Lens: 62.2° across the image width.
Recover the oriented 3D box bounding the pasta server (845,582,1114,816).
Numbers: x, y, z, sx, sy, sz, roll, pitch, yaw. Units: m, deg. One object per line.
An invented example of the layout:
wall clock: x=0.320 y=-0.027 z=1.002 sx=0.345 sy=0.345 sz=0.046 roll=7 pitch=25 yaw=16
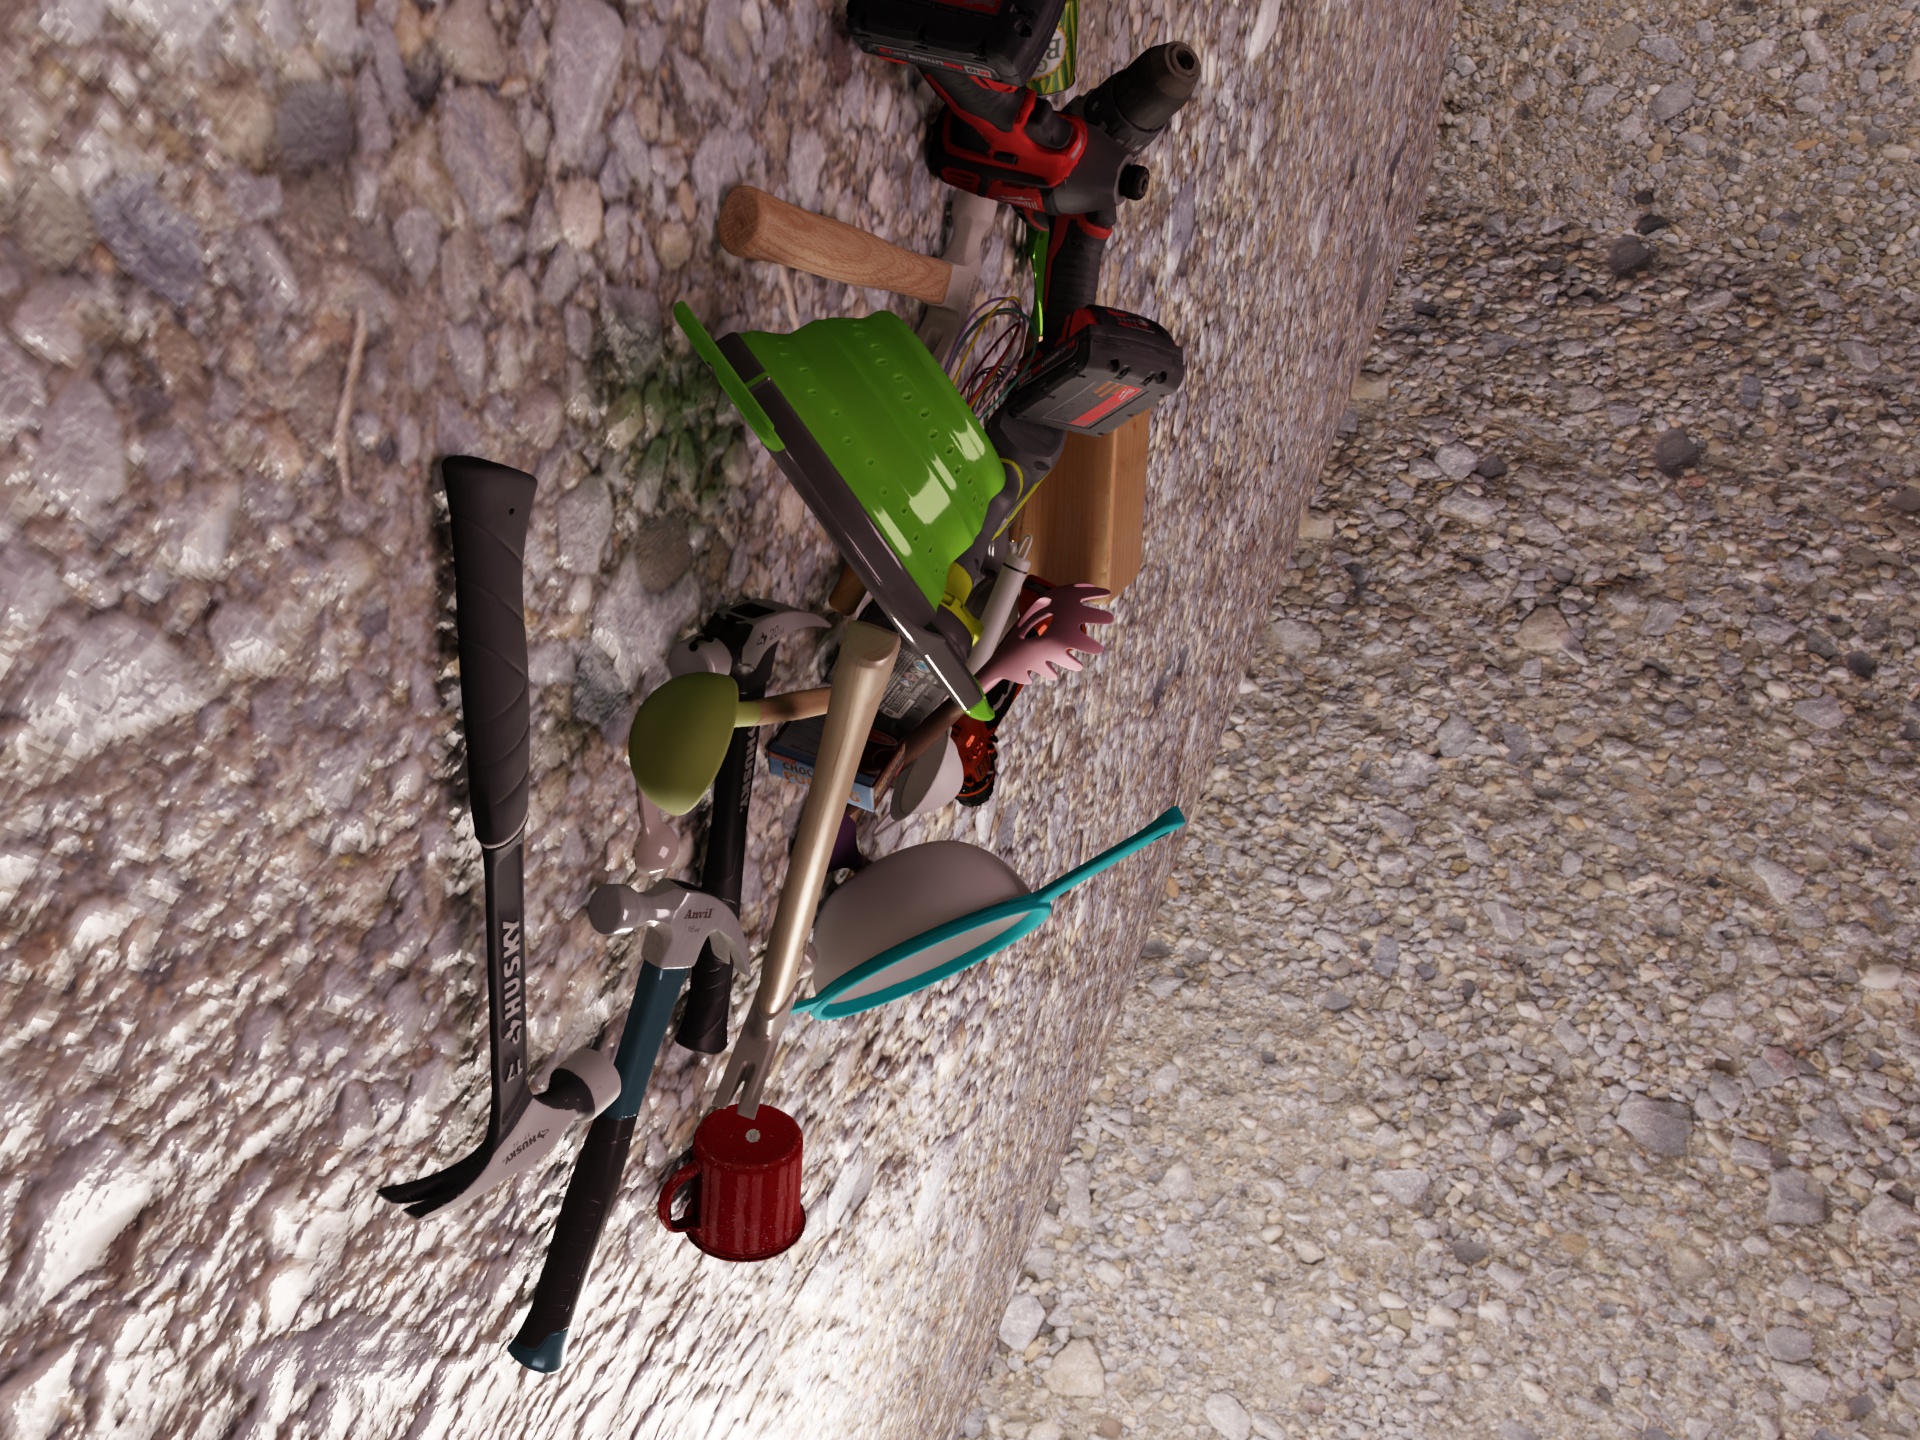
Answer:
pasta server: x=-0.002 y=-0.004 z=1.138 sx=0.316 sy=0.040 sz=0.060 roll=-42 pitch=-139 yaw=43

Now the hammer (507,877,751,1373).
hammer: x=-0.216 y=0.253 z=0.978 sx=0.128 sy=0.033 sz=0.331 roll=7 pitch=105 yaw=-55

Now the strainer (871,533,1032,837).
strainer: x=0.004 y=-0.020 z=1.195 sx=0.087 sy=0.050 sz=0.258 roll=-125 pitch=-124 yaw=-70

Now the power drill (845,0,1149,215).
power drill: x=0.030 y=-0.372 z=0.942 sx=0.078 sy=0.143 sz=0.219 roll=-68 pitch=161 yaw=-4

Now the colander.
colander: x=-0.018 y=-0.109 z=0.889 sx=0.094 sy=0.205 sz=0.396 roll=-36 pitch=150 yaw=1

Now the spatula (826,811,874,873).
spatula: x=-0.082 y=0.124 z=1.320 sx=0.060 sy=0.018 sz=0.315 roll=-54 pitch=161 yaw=-5

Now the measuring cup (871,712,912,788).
measuring cup: x=-0.048 y=0.024 z=1.286 sx=0.167 sy=0.038 sz=0.083 roll=71 pitch=40 yaw=-61

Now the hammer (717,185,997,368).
hammer: x=-0.056 y=-0.275 z=0.962 sx=0.331 sy=0.031 sz=0.130 roll=-23 pitch=129 yaw=-68

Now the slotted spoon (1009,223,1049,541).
slotted spoon: x=0.057 y=-0.288 z=1.290 sx=0.070 sy=0.031 sz=0.313 roll=-56 pitch=156 yaw=-55

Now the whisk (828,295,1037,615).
whisk: x=-0.020 y=-0.179 z=1.088 sx=0.245 sy=0.051 sz=0.047 roll=-59 pitch=-173 yaw=8

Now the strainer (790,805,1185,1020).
strainer: x=0.013 y=0.125 z=1.266 sx=0.340 sy=0.095 sz=0.211 roll=-31 pitch=163 yaw=16

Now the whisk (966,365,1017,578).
whisk: x=0.031 y=-0.195 z=1.294 sx=0.238 sy=0.055 sz=0.055 roll=92 pitch=23 yaw=-55

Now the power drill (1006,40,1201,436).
power drill: x=0.100 y=-0.328 z=1.082 sx=0.188 sy=0.080 sz=0.227 roll=-22 pitch=-115 yaw=58

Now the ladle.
ladle: x=-0.104 y=0.000 z=0.942 sx=0.078 sy=0.062 sz=0.320 roll=-61 pitch=167 yaw=13

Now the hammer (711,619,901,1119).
hammer: x=-0.099 y=0.098 z=1.018 sx=0.410 sy=0.038 sz=0.146 roll=109 pitch=-1 yaw=-46

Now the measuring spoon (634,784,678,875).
measuring spoon: x=-0.177 y=0.042 z=0.933 sx=0.034 sy=0.018 sz=0.124 roll=-50 pitch=153 yaw=-50

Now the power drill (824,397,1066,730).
power drill: x=-0.010 y=-0.111 z=1.158 sx=0.223 sy=0.080 sz=0.171 roll=-64 pitch=-172 yaw=-31

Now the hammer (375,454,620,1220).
hammer: x=-0.225 y=0.067 z=0.767 sx=0.149 sy=0.036 sz=0.408 roll=-35 pitch=139 yaw=-51

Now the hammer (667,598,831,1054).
hammer: x=-0.149 y=0.078 z=1.032 sx=0.146 sy=0.035 sz=0.334 roll=-41 pitch=146 yaw=-58
